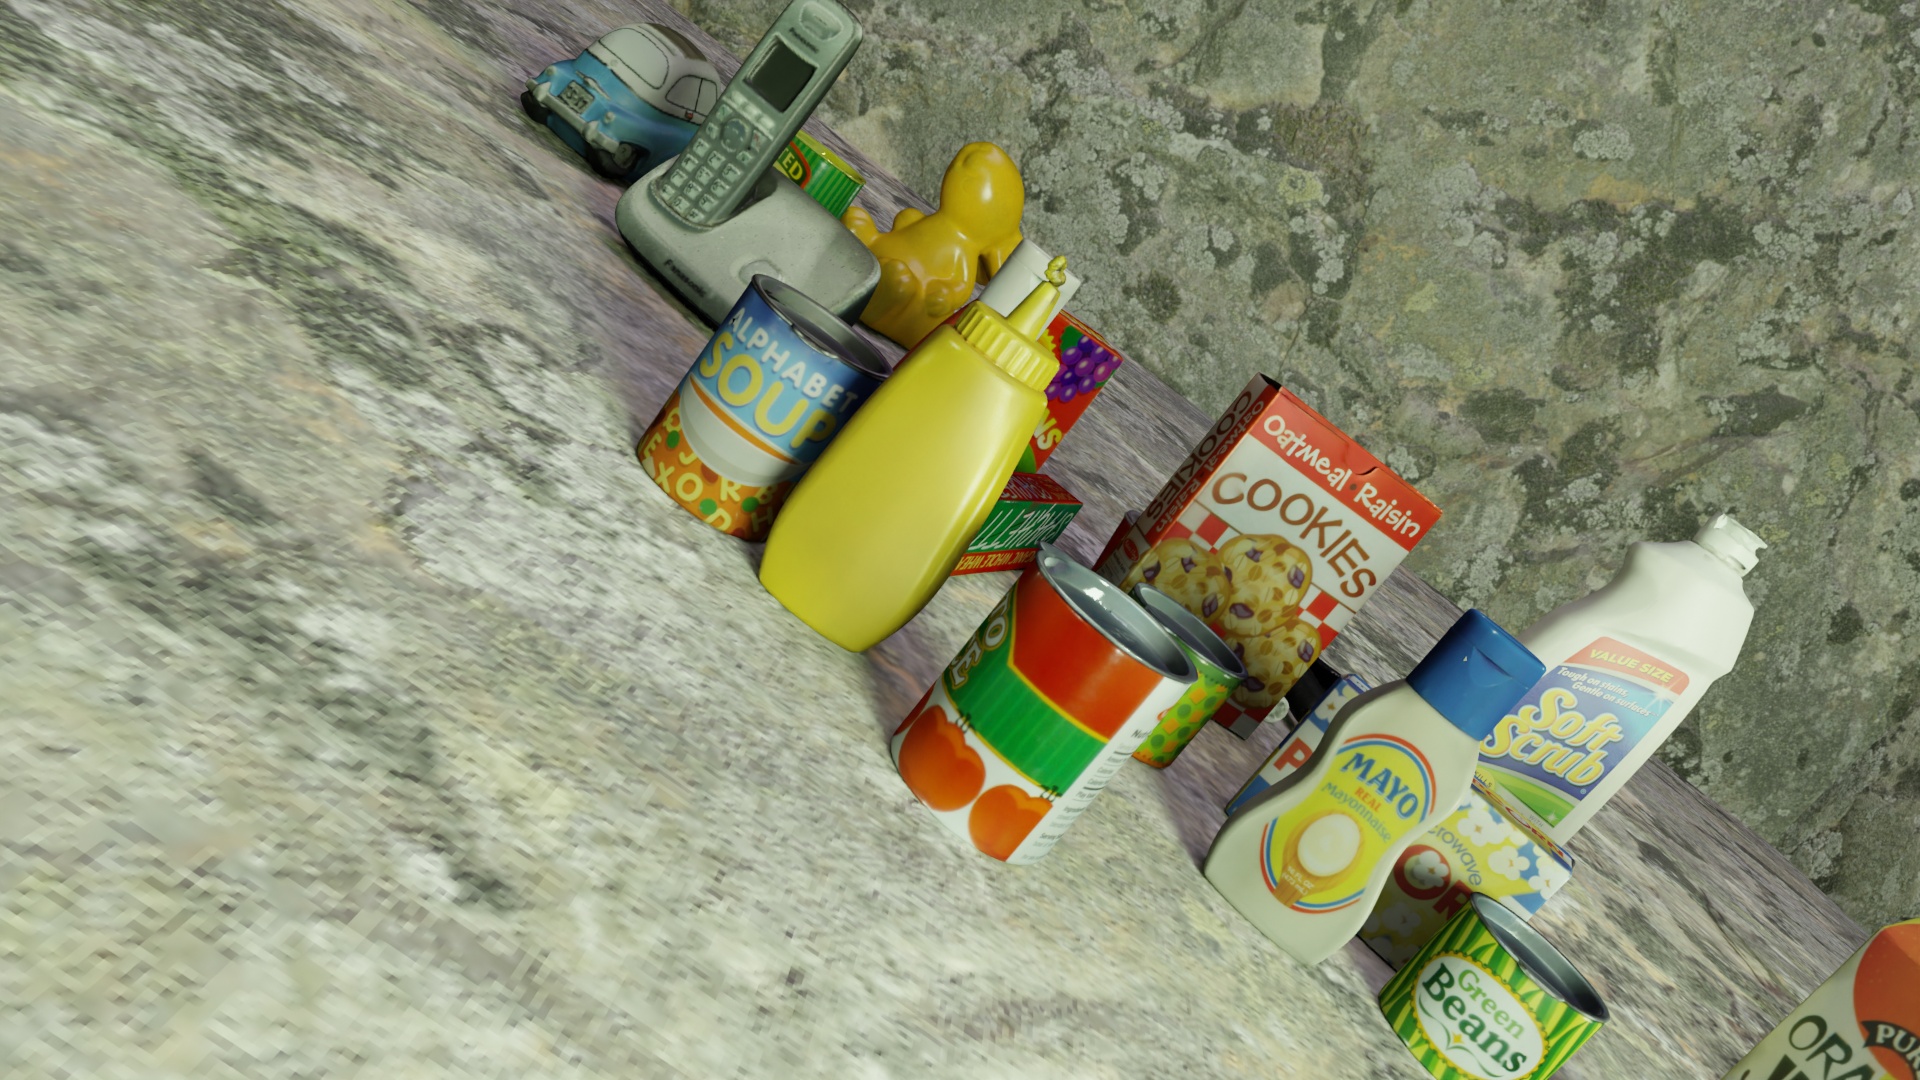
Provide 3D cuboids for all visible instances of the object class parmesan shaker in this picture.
[{"bbox_3d":[-0.118,-0.218,0.934,0.071,0.103,0.071,35,14,-10],"label":"parmesan shaker"}]

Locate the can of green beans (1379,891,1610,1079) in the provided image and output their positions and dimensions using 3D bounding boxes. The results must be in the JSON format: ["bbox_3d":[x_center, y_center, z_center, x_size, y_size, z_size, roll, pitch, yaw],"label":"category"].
[{"bbox_3d":[0.211,0.185,0.554,0.071,0.057,0.071,35,14,-10],"label":"can of green beans"}]

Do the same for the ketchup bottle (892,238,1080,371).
[{"bbox_3d":[0.001,-0.081,0.695,0.064,0.148,0.044,33,14,-20],"label":"ketchup bottle"}]

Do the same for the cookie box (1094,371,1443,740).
[{"bbox_3d":[0.159,0.011,0.753,0.123,0.167,0.040,33,14,-19],"label":"cookie box"}]

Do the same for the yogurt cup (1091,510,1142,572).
[{"bbox_3d":[0.111,0.022,0.835,0.072,0.054,0.072,35,14,-10],"label":"yogurt cup"}]

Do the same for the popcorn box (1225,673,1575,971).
[{"bbox_3d":[0.196,0.132,0.626,0.127,0.085,0.038,42,14,18],"label":"popcorn box"}]

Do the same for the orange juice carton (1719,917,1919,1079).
[{"bbox_3d":[0.322,0.207,0.478,0.073,0.192,0.072,32,15,-25],"label":"orange juice carton"}]

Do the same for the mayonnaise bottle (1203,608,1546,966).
[{"bbox_3d":[0.163,0.093,0.541,0.065,0.147,0.041,41,14,12],"label":"mayonnaise bottle"}]

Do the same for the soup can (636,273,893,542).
[{"bbox_3d":[-0.077,-0.050,0.540,0.071,0.083,0.071,35,14,-10],"label":"soup can"}]

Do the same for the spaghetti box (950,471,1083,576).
[{"bbox_3d":[0.002,-0.008,0.672,0.029,0.050,0.250,42,14,15],"label":"spaghetti box"}]

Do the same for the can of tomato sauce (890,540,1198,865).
[{"bbox_3d":[0.025,0.054,0.460,0.071,0.083,0.071,35,14,-10],"label":"can of tomato sauce"}]

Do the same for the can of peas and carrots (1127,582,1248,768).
[{"bbox_3d":[0.088,0.062,0.639,0.071,0.058,0.071,35,14,-10],"label":"can of peas and carrots"}]

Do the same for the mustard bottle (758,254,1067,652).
[{"bbox_3d":[-0.008,-0.035,0.503,0.065,0.160,0.049,38,13,2],"label":"mustard bottle"}]

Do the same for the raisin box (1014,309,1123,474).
[{"bbox_3d":[0.025,-0.084,0.819,0.086,0.123,0.040,28,16,-35],"label":"raisin box"}]
